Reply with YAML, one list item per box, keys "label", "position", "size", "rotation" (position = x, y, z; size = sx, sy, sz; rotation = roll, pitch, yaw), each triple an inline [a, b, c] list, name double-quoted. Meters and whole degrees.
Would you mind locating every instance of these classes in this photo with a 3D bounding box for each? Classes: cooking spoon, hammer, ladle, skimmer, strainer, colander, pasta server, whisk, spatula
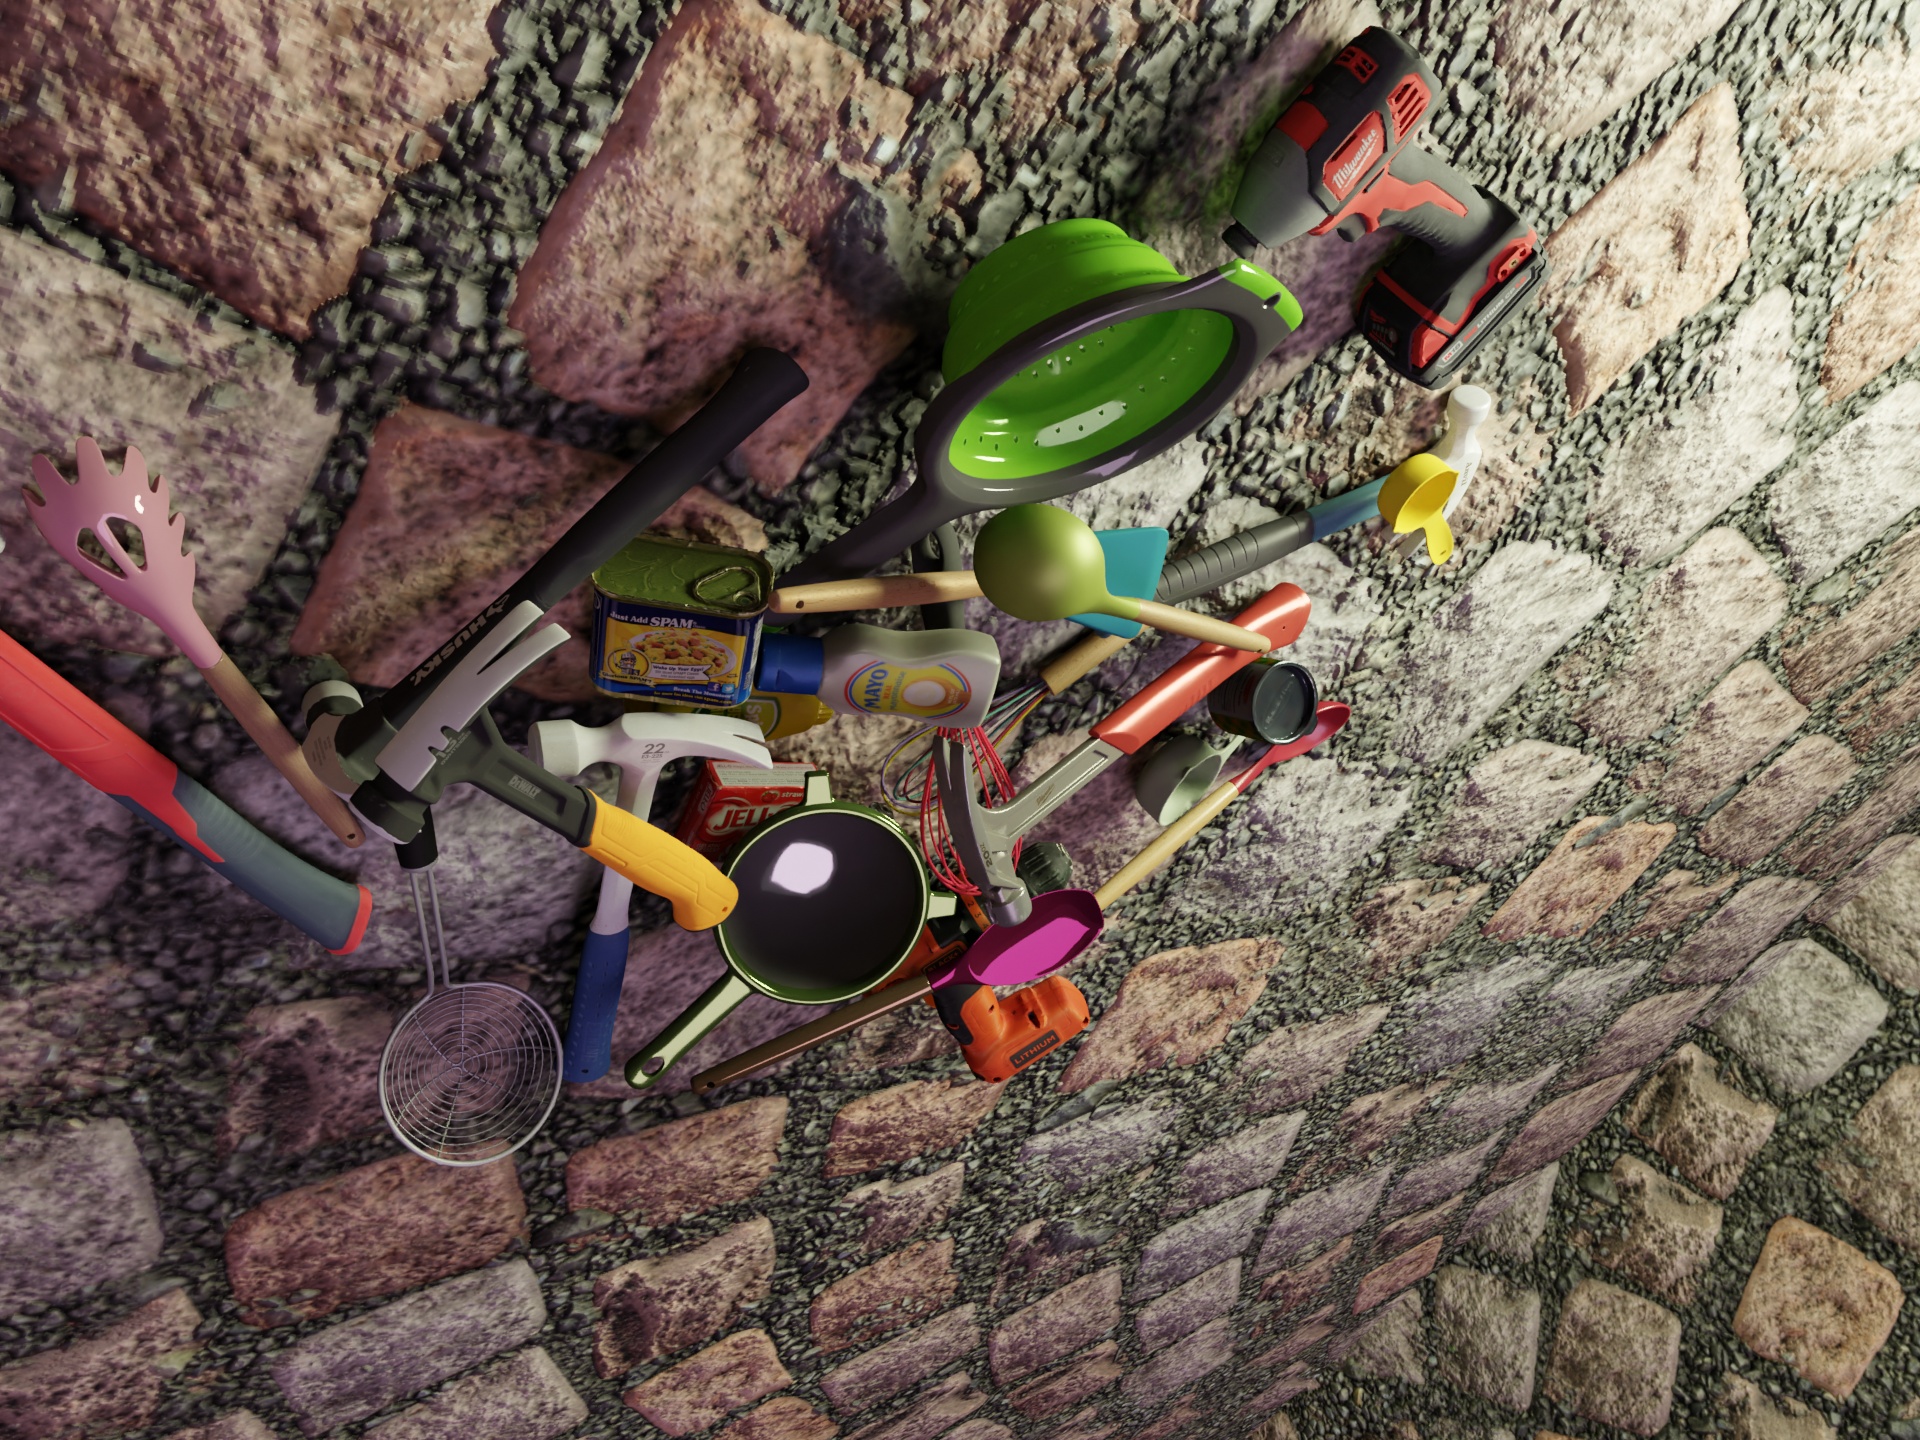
- label: "cooking spoon"
  position: [-0.046, 0.198, 1.140]
  size: [0.319, 0.017, 0.068]
  rotation: [-24, 121, -1]
- label: "hammer"
  position: [0.128, -0.011, 1.127]
  size: [0.359, 0.037, 0.149]
  rotation: [-36, 124, -30]
- label: "ladle"
  position: [0.122, -0.080, 1.045]
  size: [0.078, 0.062, 0.320]
  rotation: [-30, 157, 31]
- label: "skimmer"
  position: [-0.326, 0.148, 1.018]
  size: [0.127, 0.090, 0.363]
  rotation: [-23, 141, -29]
- label: "hammer"
  position: [-0.230, 0.132, 1.074]
  size: [0.144, 0.035, 0.405]
  rotation: [-5, 142, -24]
- label: "strainer"
  position: [-0.139, 0.152, 1.102]
  size: [0.256, 0.069, 0.151]
  rotation: [-43, 114, 3]
- label: "ladle"
  position: [0.208, 0.073, 1.316]
  size: [0.315, 0.031, 0.069]
  rotation: [-36, 155, -22]
- label: "colander"
  position: [-0.005, -0.172, 0.916]
  size: [0.397, 0.094, 0.204]
  rotation: [-30, 163, 25]
- label: "pasta server"
  position: [-0.388, -0.022, 0.847]
  size: [0.060, 0.040, 0.316]
  rotation: [-25, 146, -10]
- label: "hammer"
  position: [-0.196, 0.054, 0.885]
  size: [0.127, 0.034, 0.336]
  rotation: [-51, 155, -7]
- label: "whisk"
  position: [0.046, -0.010, 1.157]
  size: [0.245, 0.047, 0.051]
  rotation: [-36, 141, -2]
- label: "hammer"
  position: [0.240, -0.137, 1.155]
  size: [0.331, 0.033, 0.128]
  rotation: [-23, 141, -17]
- label: "hammer"
  position: [-0.211, -0.077, 0.844]
  size: [0.335, 0.146, 0.035]
  rotation: [-42, 129, -2]
- label: "whisk"
  position: [-0.002, -0.003, 1.070]
  size: [0.073, 0.073, 0.295]
  rotation: [-19, 121, -18]
- label: "hammer"
  position: [-0.455, 0.037, 0.852]
  size: [0.143, 0.038, 0.385]
  rotation: [-30, 142, -2]
- label: "spatula"
  position: [0.011, -0.082, 0.988]
  size: [0.317, 0.044, 0.082]
  rotation: [-11, 124, -46]

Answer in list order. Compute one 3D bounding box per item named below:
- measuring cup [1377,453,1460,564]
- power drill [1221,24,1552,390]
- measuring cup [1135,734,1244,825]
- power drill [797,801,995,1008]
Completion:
- label: "measuring cup"
  position: [0.343, -0.152, 1.179]
  size: [0.062, 0.029, 0.156]
  rotation: [-43, 154, 7]
- label: "power drill"
  position: [0.256, -0.300, 0.967]
  size: [0.143, 0.079, 0.219]
  rotation: [-47, 138, 16]
- label: "measuring cup"
  position: [0.207, 0.014, 1.310]
  size: [0.167, 0.038, 0.083]
  rotation: [-46, 156, -10]
- label: "power drill"
  position: [-0.044, 0.143, 1.230]
  size: [0.226, 0.084, 0.164]
  rotation: [19, 117, -42]
